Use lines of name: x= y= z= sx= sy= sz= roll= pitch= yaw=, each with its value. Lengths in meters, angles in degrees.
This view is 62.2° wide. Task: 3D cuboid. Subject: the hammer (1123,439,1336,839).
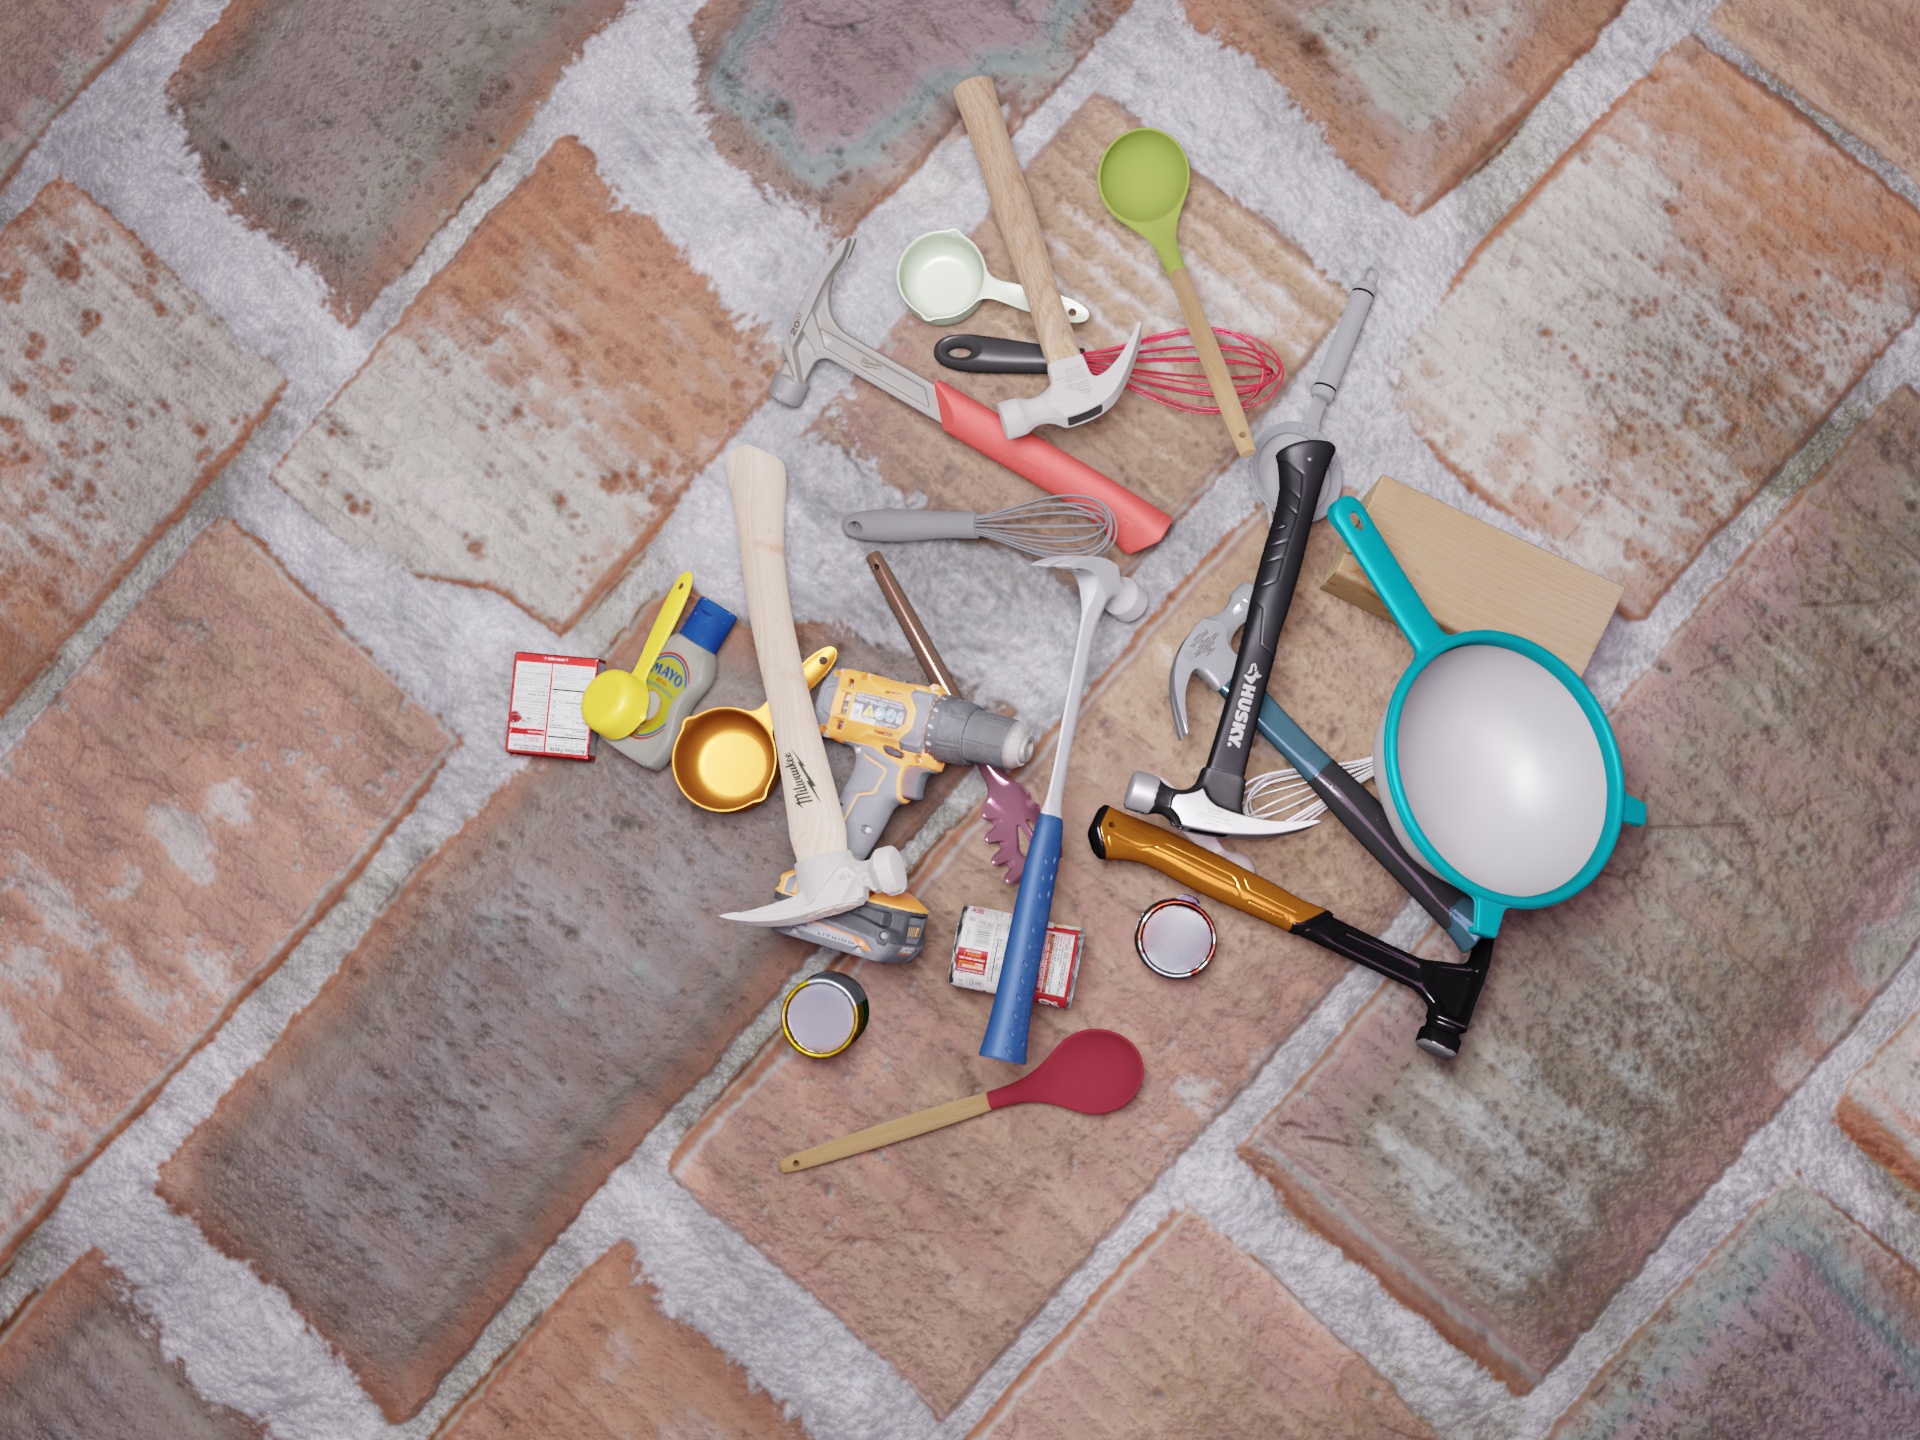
hammer: x=0.242 y=-0.067 z=1.250 sx=0.146 sy=0.035 sz=0.335 roll=17 pitch=78 yaw=1

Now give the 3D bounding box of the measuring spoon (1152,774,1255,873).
measuring spoon: x=0.198 y=0.093 z=1.321 sx=0.034 sy=0.018 sz=0.124 roll=-42 pitch=84 yaw=1

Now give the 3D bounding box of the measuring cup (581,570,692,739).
measuring cup: x=-0.268 y=-0.059 z=1.326 sx=0.062 sy=0.029 sz=0.156 roll=22 pitch=84 yaw=38

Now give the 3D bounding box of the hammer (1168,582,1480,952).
hammer: x=0.296 y=0.049 z=1.264 sx=0.128 sy=0.033 sz=0.331 roll=-42 pitch=83 yaw=-9

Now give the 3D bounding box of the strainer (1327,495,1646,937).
strainer: x=0.358 y=-0.011 z=1.217 sx=0.211 sy=0.095 sz=0.340 roll=-29 pitch=86 yaw=-24

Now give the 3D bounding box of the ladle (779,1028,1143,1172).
ladle: x=-0.001 y=0.324 z=1.316 sx=0.315 sy=0.031 sz=0.069 roll=-18 pitch=83 yaw=5

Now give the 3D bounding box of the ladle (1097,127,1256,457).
ladle: x=0.182 y=-0.348 z=1.283 sx=0.078 sy=0.062 sz=0.320 roll=-18 pitch=63 yaw=6

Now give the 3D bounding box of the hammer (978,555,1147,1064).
hammer: x=0.070 y=0.064 z=1.250 sx=0.035 sy=0.144 sz=0.405 roll=6 pitch=79 yaw=33

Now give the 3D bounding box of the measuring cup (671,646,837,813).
measuring cup: x=-0.164 y=0.005 z=1.338 sx=0.095 sy=0.052 sz=0.173 roll=44 pitch=84 yaw=7

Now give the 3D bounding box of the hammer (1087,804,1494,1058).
hammer: x=0.263 y=0.145 z=1.283 sx=0.337 sy=0.034 sz=0.127 roll=25 pitch=72 yaw=4

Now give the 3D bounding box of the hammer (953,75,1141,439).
hammer: x=0.057 y=-0.394 z=1.318 sx=0.130 sy=0.031 sz=0.331 roll=-16 pitch=73 yaw=0

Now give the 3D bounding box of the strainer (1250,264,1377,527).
strainer: x=0.300 y=-0.265 z=1.328 sx=0.086 sy=0.050 sz=0.258 roll=25 pitch=82 yaw=-15

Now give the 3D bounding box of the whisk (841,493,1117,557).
whisk: x=0.013 y=-0.160 z=1.325 sx=0.239 sy=0.055 sz=0.055 roll=3 pitch=86 yaw=18

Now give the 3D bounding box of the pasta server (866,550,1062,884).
pasta server: x=-0.002 y=-0.004 z=1.332 sx=0.060 sy=0.040 sz=0.316 roll=-31 pitch=83 yaw=17

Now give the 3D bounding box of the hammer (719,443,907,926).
hammer: x=-0.153 y=-0.037 z=1.296 sx=0.146 sy=0.038 sz=0.411 roll=-17 pitch=69 yaw=11

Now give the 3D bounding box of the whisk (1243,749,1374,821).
whisk: x=0.335 y=0.037 z=1.302 sx=0.246 sy=0.058 sz=0.059 roll=-22 pitch=116 yaw=-2

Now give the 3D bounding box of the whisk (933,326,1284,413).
whisk: x=0.122 y=-0.300 z=1.335 sx=0.296 sy=0.073 sz=0.073 roll=7 pitch=87 yaw=11

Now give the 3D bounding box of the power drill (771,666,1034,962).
power drill: x=-0.047 y=0.080 z=1.291 sx=0.185 sy=0.084 sz=0.226 roll=13 pitch=85 yaw=23

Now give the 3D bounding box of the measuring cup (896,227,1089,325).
measuring cup: x=0.028 y=-0.362 z=1.355 sx=0.167 sy=0.038 sz=0.083 roll=17 pitch=88 yaw=3

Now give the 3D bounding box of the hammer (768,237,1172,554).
hammer: x=0.020 y=-0.254 z=1.332 sx=0.359 sy=0.037 sz=0.149 roll=30 pitch=111 yaw=3
